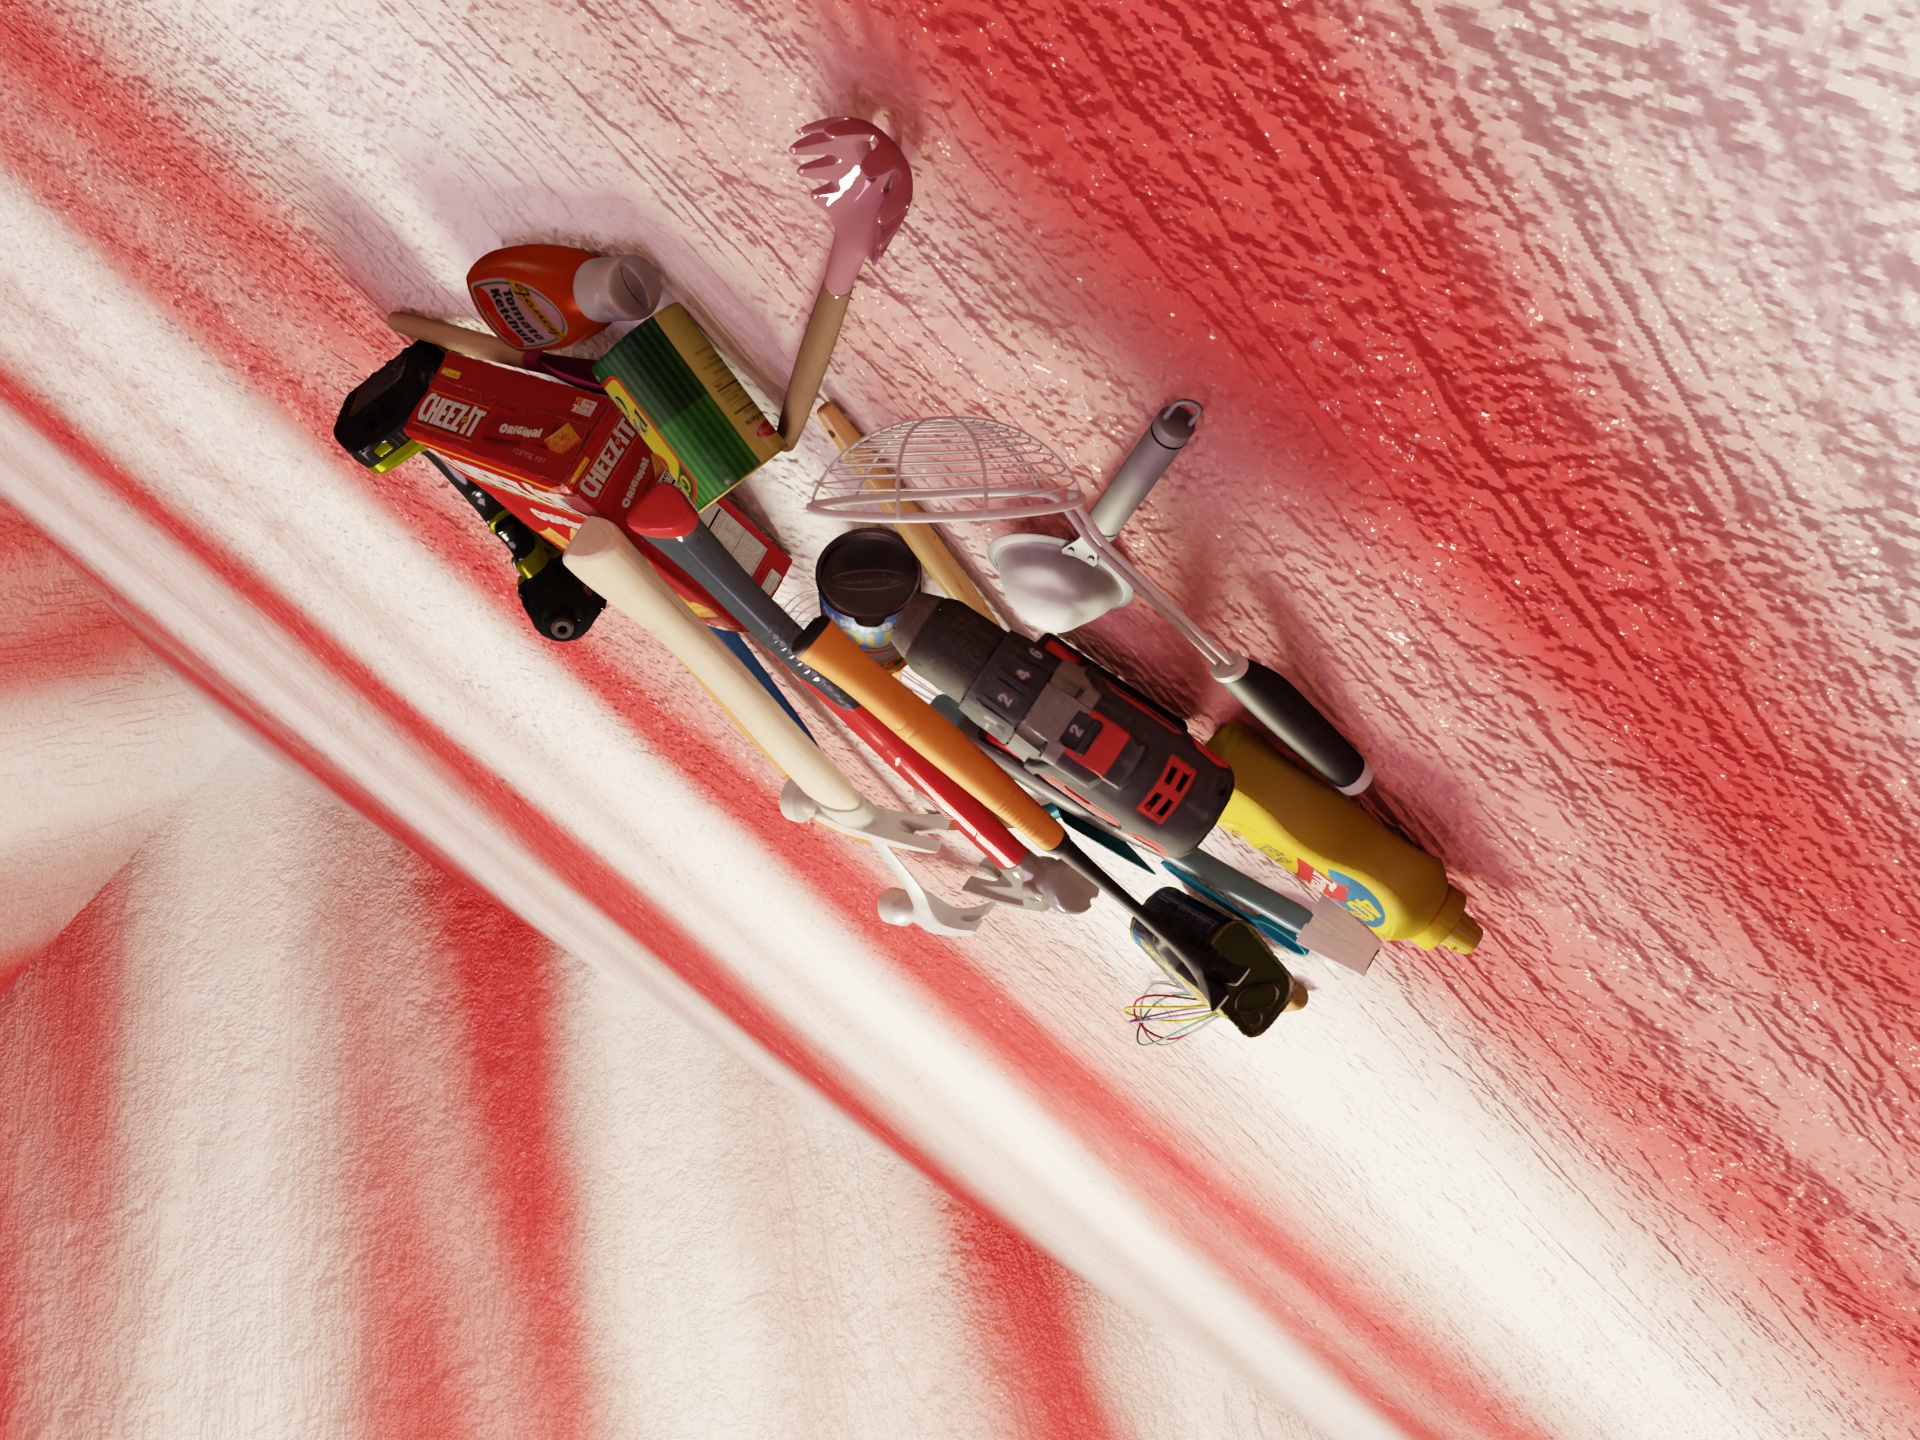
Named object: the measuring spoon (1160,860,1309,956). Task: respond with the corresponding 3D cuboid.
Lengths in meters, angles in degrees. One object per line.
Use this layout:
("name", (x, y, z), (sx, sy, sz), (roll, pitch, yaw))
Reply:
("measuring spoon", (0.197, 0.126, 1.131), (0.129, 0.021, 0.042), (31, 168, 34))

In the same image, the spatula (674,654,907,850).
("spatula", (-0.162, 0.021, 1.416), (0.081, 0.041, 0.322), (-2, 133, 54))

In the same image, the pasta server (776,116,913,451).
("pasta server", (-0.073, -0.207, 0.820), (0.060, 0.040, 0.316), (48, 159, 2))

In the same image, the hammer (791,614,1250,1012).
("hammer", (0.034, 0.054, 0.966), (0.336, 0.034, 0.127), (40, 179, -12))

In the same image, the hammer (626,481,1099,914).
("hammer", (-0.072, -0.005, 1.040), (0.386, 0.038, 0.143), (45, 159, -21))

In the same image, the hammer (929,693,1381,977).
("hammer", (0.123, 0.075, 1.037), (0.331, 0.033, 0.128), (29, 176, 7))

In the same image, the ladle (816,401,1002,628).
("ladle", (0.007, -0.073, 0.987), (0.069, 0.031, 0.315), (7, 142, 52))

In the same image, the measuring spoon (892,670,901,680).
("measuring spoon", (-0.055, -0.024, 1.187), (0.021, 0.011, 0.116), (33, 157, 5))

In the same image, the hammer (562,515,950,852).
("hammer", (-0.140, -0.012, 1.110), (0.146, 0.038, 0.410), (12, 157, 28))

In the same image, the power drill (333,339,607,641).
("power drill", (-0.348, -0.161, 1.172), (0.223, 0.080, 0.171), (51, -173, -30))

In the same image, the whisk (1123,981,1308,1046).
("whisk", (0.203, 0.236, 1.301), (0.047, 0.051, 0.245), (45, 153, -8))

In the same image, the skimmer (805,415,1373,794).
("skimmer", (0.084, -0.036, 0.799), (0.363, 0.090, 0.127), (37, 170, -31))

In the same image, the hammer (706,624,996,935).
("hammer", (-0.111, 0.042, 1.327), (0.144, 0.035, 0.405), (5, 138, 48))

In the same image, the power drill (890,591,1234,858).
("power drill", (0.052, -0.003, 0.875), (0.188, 0.080, 0.226), (34, -177, 2))

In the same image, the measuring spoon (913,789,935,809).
("measuring spoon", (-0.046, 0.034, 1.280), (0.034, 0.018, 0.124), (12, 148, 44))

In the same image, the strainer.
("strainer", (0.070, -0.098, 0.833), (0.087, 0.050, 0.258), (21, 155, -7))

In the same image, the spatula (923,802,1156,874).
("spatula", (0.039, 0.083, 1.226), (0.082, 0.044, 0.317), (30, 162, -23))

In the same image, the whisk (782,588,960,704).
("whisk", (-0.001, -0.005, 1.103), (0.284, 0.070, 0.070), (30, 157, 0))

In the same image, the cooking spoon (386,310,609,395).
("cooking spoon", (-0.299, -0.244, 1.058), (0.319, 0.068, 0.017), (23, 112, 39))
